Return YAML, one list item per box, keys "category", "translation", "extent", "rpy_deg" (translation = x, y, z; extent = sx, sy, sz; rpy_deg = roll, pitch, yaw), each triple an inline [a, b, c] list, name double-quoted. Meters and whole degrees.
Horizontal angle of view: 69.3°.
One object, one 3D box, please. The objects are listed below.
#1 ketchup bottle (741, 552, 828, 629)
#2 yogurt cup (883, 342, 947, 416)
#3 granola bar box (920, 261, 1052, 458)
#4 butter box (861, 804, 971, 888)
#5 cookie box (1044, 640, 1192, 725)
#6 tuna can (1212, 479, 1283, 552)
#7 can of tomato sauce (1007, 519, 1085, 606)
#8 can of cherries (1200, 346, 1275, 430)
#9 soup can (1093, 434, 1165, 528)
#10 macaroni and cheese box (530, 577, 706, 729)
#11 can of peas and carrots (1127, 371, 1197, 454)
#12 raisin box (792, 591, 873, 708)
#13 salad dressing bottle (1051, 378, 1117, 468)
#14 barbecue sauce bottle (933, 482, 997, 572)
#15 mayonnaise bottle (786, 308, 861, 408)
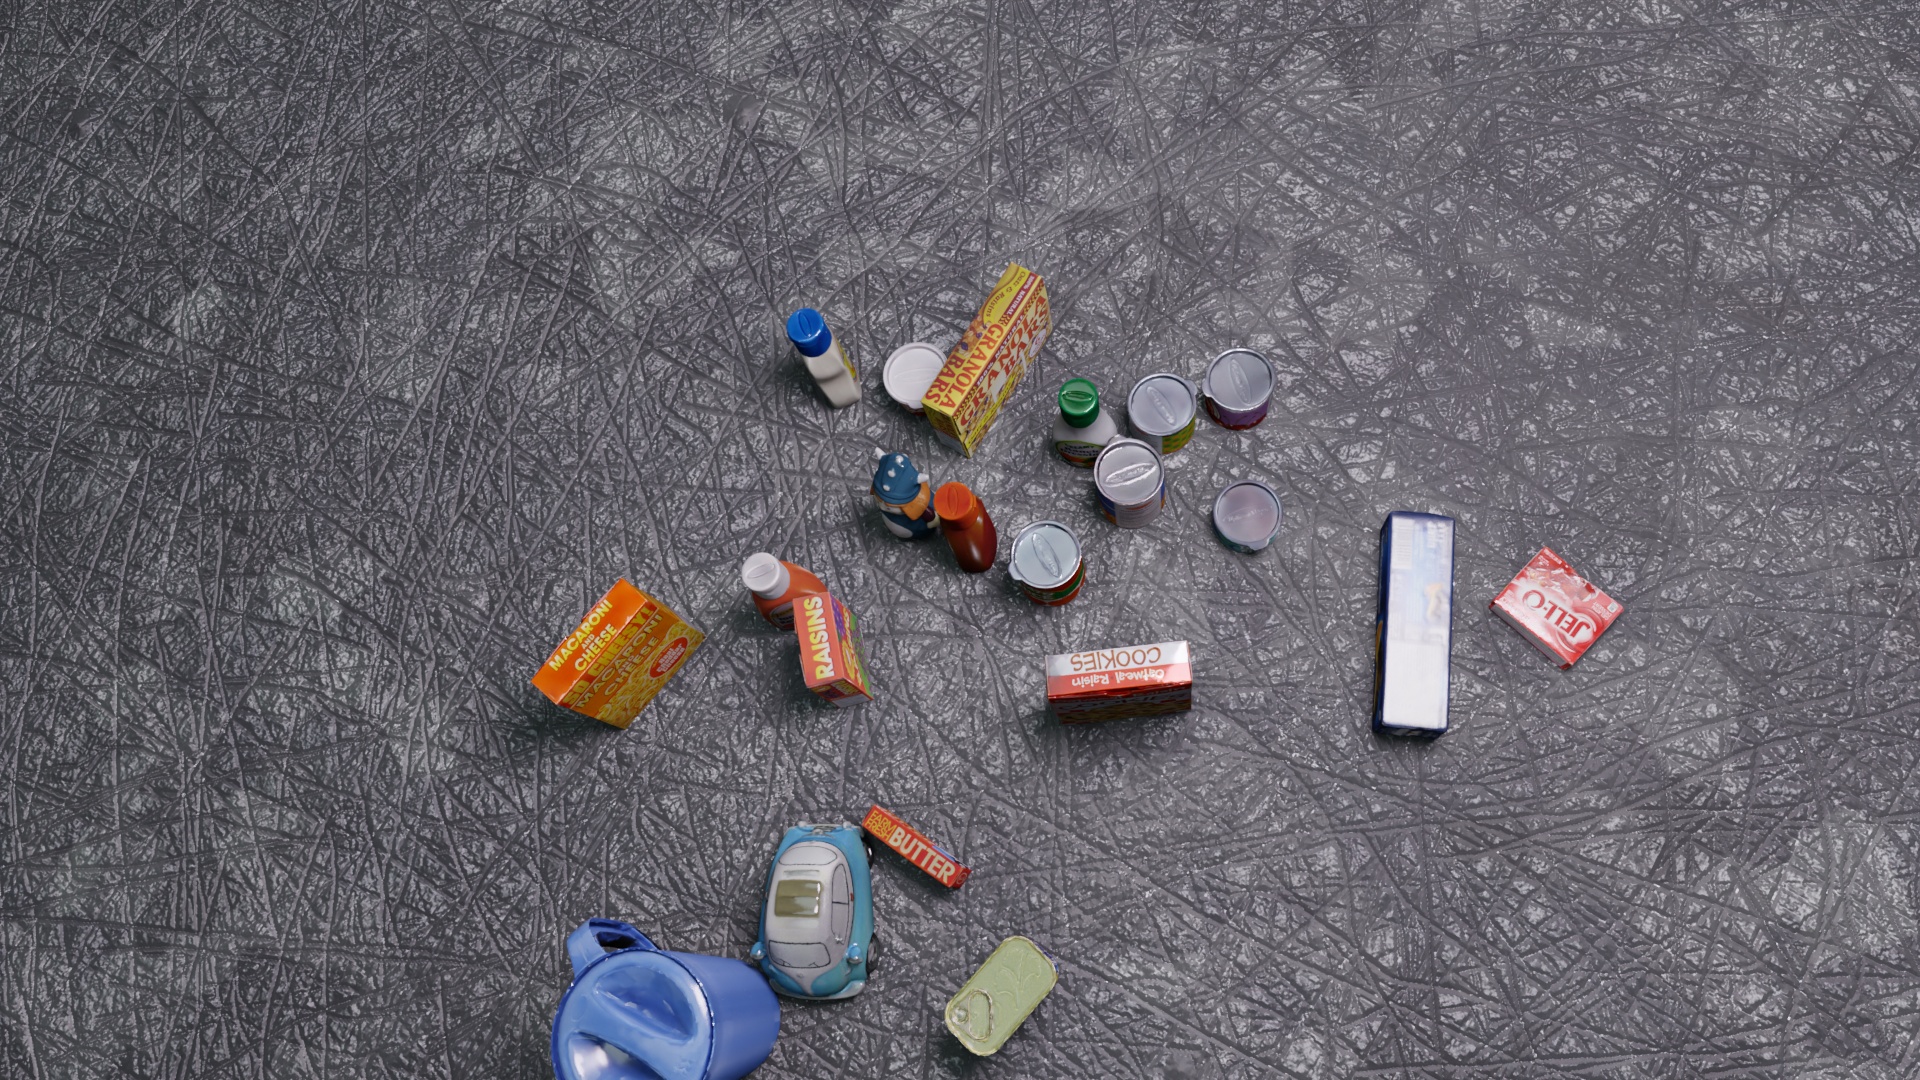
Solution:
- category: "ketchup bottle"
  translation: [-0.170, 0.047, 1.323]
  extent: [0.065, 0.148, 0.043]
  rpy_deg: [-23, 72, 2]
- category: "yogurt cup"
  translation: [-0.041, -0.161, 1.414]
  extent: [0.072, 0.054, 0.072]
  rpy_deg: [-2, 74, 8]
- category: "granola bar box"
  translation: [0.030, -0.175, 1.370]
  extent: [0.039, 0.124, 0.166]
  rpy_deg: [30, 81, 15]
- category: "butter box"
  translation: [-0.041, 0.284, 1.285]
  extent: [0.103, 0.053, 0.024]
  rpy_deg: [32, 81, 16]
- category: "cookie box"
  translation: [0.144, 0.130, 1.242]
  extent: [0.123, 0.167, 0.040]
  rpy_deg: [-8, 74, 7]
- category: "tuna can"
  translation: [0.277, -0.021, 1.336]
  extent: [0.071, 0.032, 0.071]
  rpy_deg: [-2, 74, 8]
- category: "can of tomato sauce"
  translation: [0.083, 0.024, 1.326]
  extent: [0.071, 0.083, 0.071]
  rpy_deg: [-2, 74, 8]
- category: "can of cherries"
  translation: [0.270, -0.148, 1.361]
  extent: [0.071, 0.058, 0.071]
  rpy_deg: [-2, 74, 8]
- category: "soup can"
  translation: [0.163, -0.056, 1.337]
  extent: [0.071, 0.083, 0.071]
  rpy_deg: [-2, 74, 8]
- category: "macaroni and cheese box"
  translation: [-0.321, 0.110, 1.318]
  extent: [0.040, 0.166, 0.124]
  rpy_deg: [38, 83, 16]
- category: "can of peas and carrots"
  translation: [0.200, -0.126, 1.365]
  extent: [0.071, 0.058, 0.071]
  rpy_deg: [-2, 74, 8]
- category: "raisin box"
  translation: [-0.120, 0.105, 1.312]
  extent: [0.040, 0.123, 0.086]
  rpy_deg: [-13, 73, 5]
- category: "salad dressing bottle"
  translation: [0.116, -0.112, 1.327]
  extent: [0.064, 0.147, 0.044]
  rpy_deg: [7, 76, 11]
- category: "barbecue sauce bottle"
  translation: [0.005, -0.016, 1.315]
  extent: [0.044, 0.148, 0.065]
  rpy_deg: [-5, 74, 7]
- category: "mayonnaise bottle"
  translation: [-0.136, -0.185, 1.386]
  extent: [0.041, 0.147, 0.065]
  rpy_deg: [-23, 72, 2]
